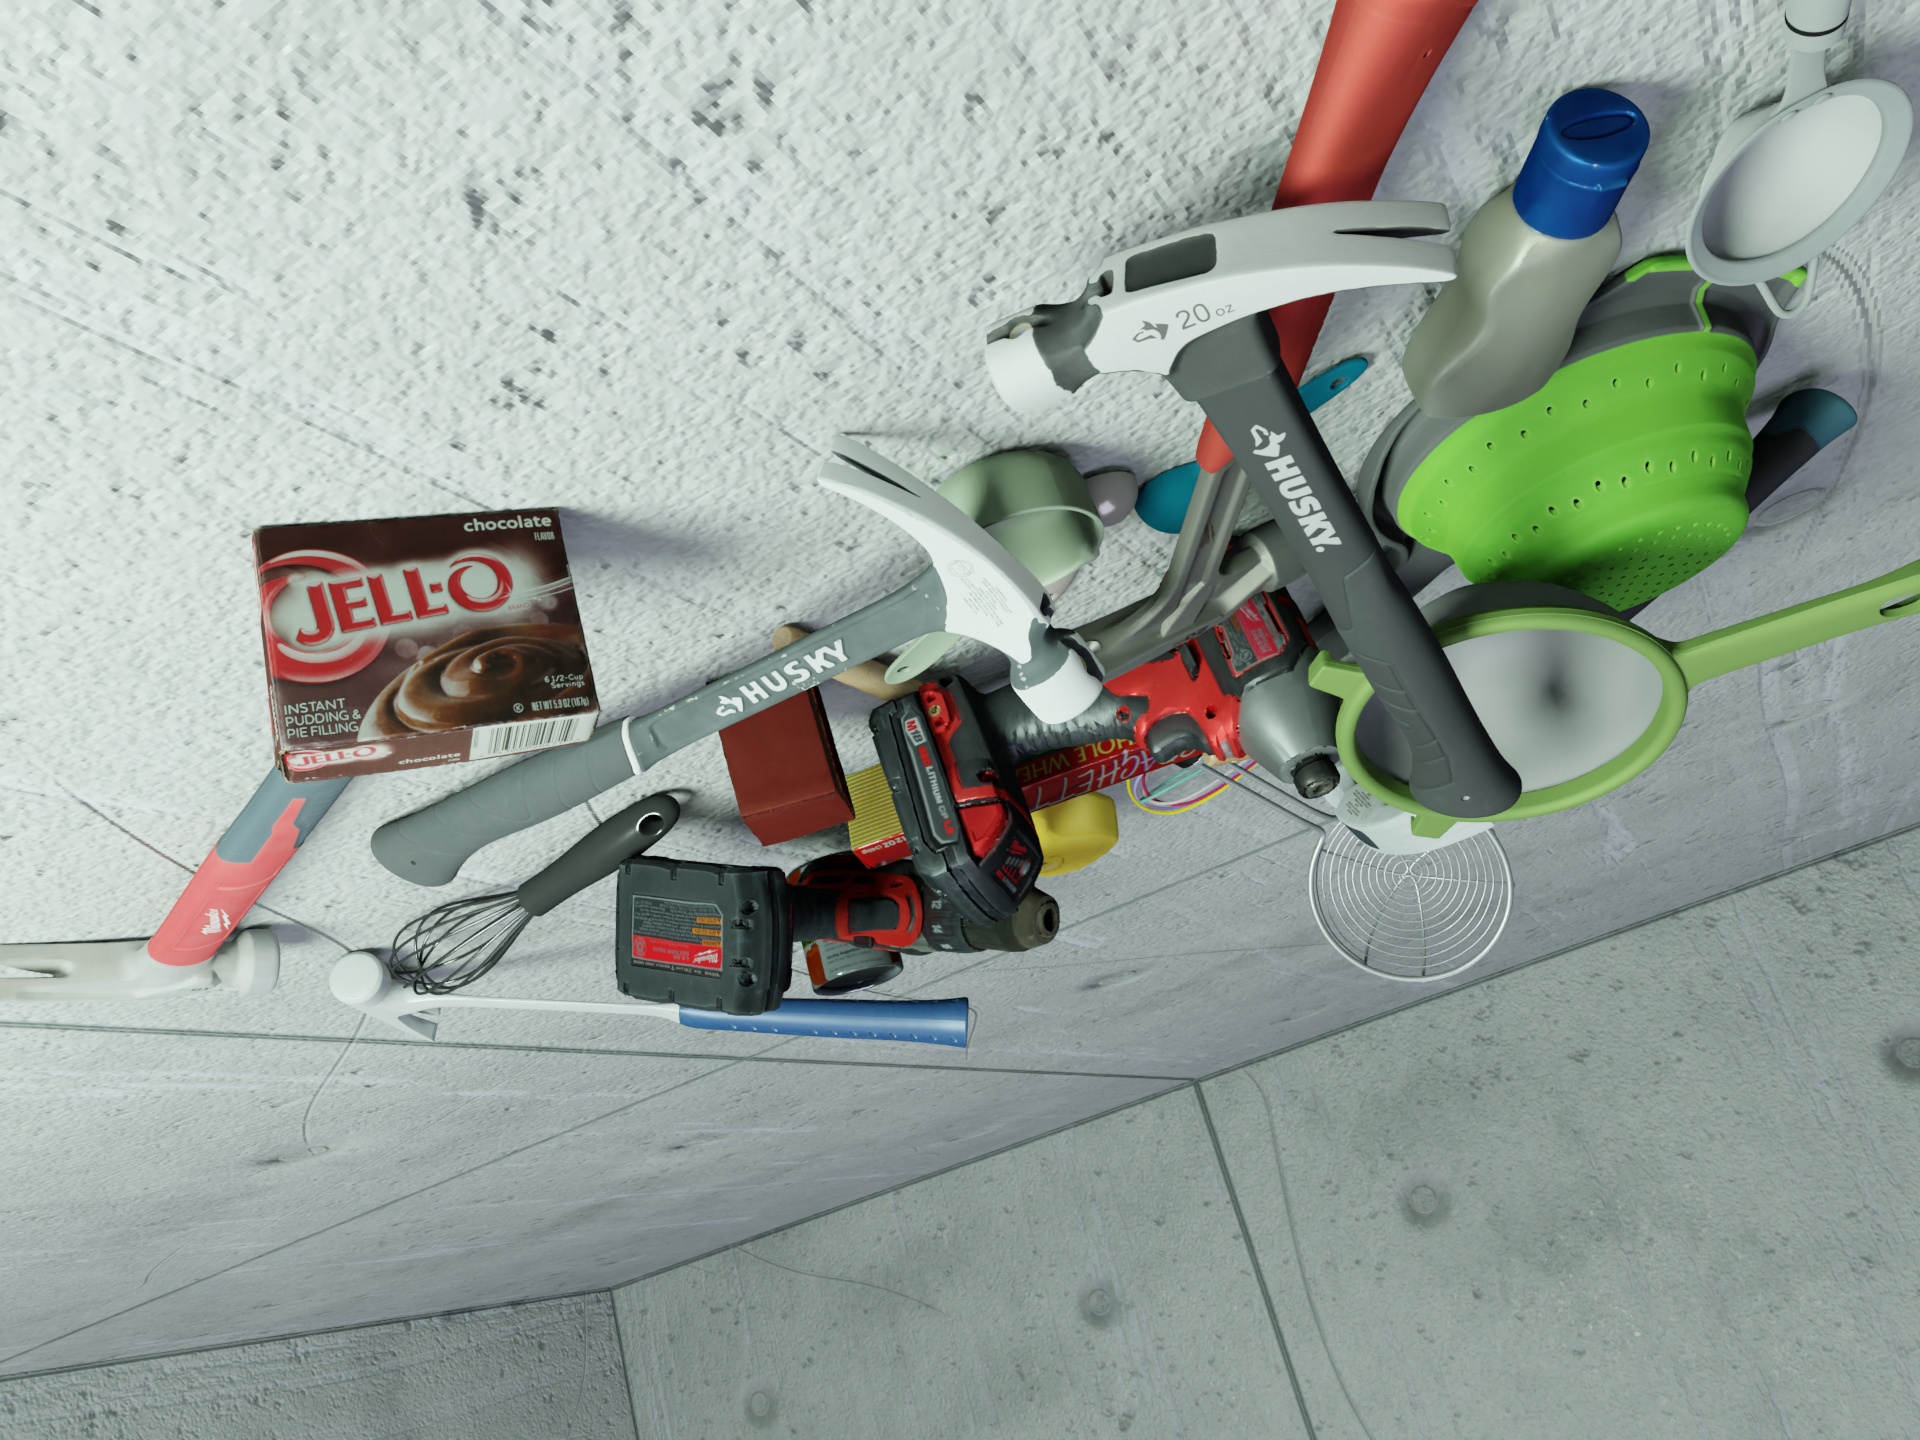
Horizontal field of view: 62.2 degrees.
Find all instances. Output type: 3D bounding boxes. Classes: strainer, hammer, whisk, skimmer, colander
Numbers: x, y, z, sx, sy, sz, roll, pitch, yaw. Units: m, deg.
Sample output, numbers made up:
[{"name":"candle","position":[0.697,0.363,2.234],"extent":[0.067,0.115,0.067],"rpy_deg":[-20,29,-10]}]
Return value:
[{"name":"strainer","position":[0.284,-0.229,0.530],"extent":[0.087,0.050,0.258],"rpy_deg":[-26,152,7]},{"name":"hammer","position":[0.106,-0.129,0.594],"extent":[0.149,0.037,0.358],"rpy_deg":[-26,157,-17]},{"name":"hammer","position":[-0.141,0.003,0.735],"extent":[0.409,0.036,0.149],"rpy_deg":[-23,123,32]},{"name":"hammer","position":[-0.353,0.058,0.767],"extent":[0.143,0.038,0.386],"rpy_deg":[4,150,-39]},{"name":"whisk","position":[-0.255,0.103,0.946],"extent":[0.239,0.055,0.055],"rpy_deg":[-32,154,23]},{"name":"skimmer","position":[0.194,0.057,0.956],"extent":[0.363,0.090,0.127],"rpy_deg":[27,109,-34]},{"name":"colander","position":[0.274,-0.073,0.826],"extent":[0.204,0.095,0.397],"rpy_deg":[-6,156,-25]},{"name":"hammer","position":[0.154,-0.056,0.601],"extent":[0.146,0.035,0.334],"rpy_deg":[-16,140,27]},{"name":"hammer","position":[-0.198,0.195,1.069],"extent":[0.405,0.035,0.144],"rpy_deg":[3,159,-1]},{"name":"whisk","position":[0.212,-0.005,1.028],"extent":[0.245,0.047,0.051],"rpy_deg":[-31,167,22]},{"name":"strainer","position":[0.290,-0.037,0.705],"extent":[0.256,0.069,0.151],"rpy_deg":[-20,136,25]},{"name":"hammer","position":[0.333,-0.050,0.851],"extent":[0.331,0.033,0.128],"rpy_deg":[-45,-165,11]}]

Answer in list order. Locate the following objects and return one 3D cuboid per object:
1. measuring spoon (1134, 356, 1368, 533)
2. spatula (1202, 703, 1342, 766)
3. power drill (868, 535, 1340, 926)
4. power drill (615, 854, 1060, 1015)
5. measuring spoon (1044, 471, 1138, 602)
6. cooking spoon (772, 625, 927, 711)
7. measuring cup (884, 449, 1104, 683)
[{"name":"measuring spoon","position":[0.131,-0.118,0.710],"extent":[0.042,0.021,0.128],"rpy_deg":[6,150,-45]},{"name":"spatula","position":[0.281,-0.026,0.953],"extent":[0.317,0.044,0.082],"rpy_deg":[-15,174,-19]},{"name":"power drill","position":[0.077,0.010,0.792],"extent":[0.219,0.143,0.078],"rpy_deg":[-26,147,8]},{"name":"power drill","position":[-0.069,0.118,0.940],"extent":[0.188,0.080,0.226],"rpy_deg":[1,180,37]},{"name":"measuring spoon","position":[0.056,-0.078,0.757],"extent":[0.034,0.018,0.124],"rpy_deg":[-10,158,-17]},{"name":"cooking spoon","position":[-0.001,-0.003,0.885],"extent":[0.069,0.017,0.318],"rpy_deg":[-1,166,33]},{"name":"measuring cup","position":[0.000,-0.067,0.722],"extent":[0.083,0.038,0.167],"rpy_deg":[-3,157,-31]}]
